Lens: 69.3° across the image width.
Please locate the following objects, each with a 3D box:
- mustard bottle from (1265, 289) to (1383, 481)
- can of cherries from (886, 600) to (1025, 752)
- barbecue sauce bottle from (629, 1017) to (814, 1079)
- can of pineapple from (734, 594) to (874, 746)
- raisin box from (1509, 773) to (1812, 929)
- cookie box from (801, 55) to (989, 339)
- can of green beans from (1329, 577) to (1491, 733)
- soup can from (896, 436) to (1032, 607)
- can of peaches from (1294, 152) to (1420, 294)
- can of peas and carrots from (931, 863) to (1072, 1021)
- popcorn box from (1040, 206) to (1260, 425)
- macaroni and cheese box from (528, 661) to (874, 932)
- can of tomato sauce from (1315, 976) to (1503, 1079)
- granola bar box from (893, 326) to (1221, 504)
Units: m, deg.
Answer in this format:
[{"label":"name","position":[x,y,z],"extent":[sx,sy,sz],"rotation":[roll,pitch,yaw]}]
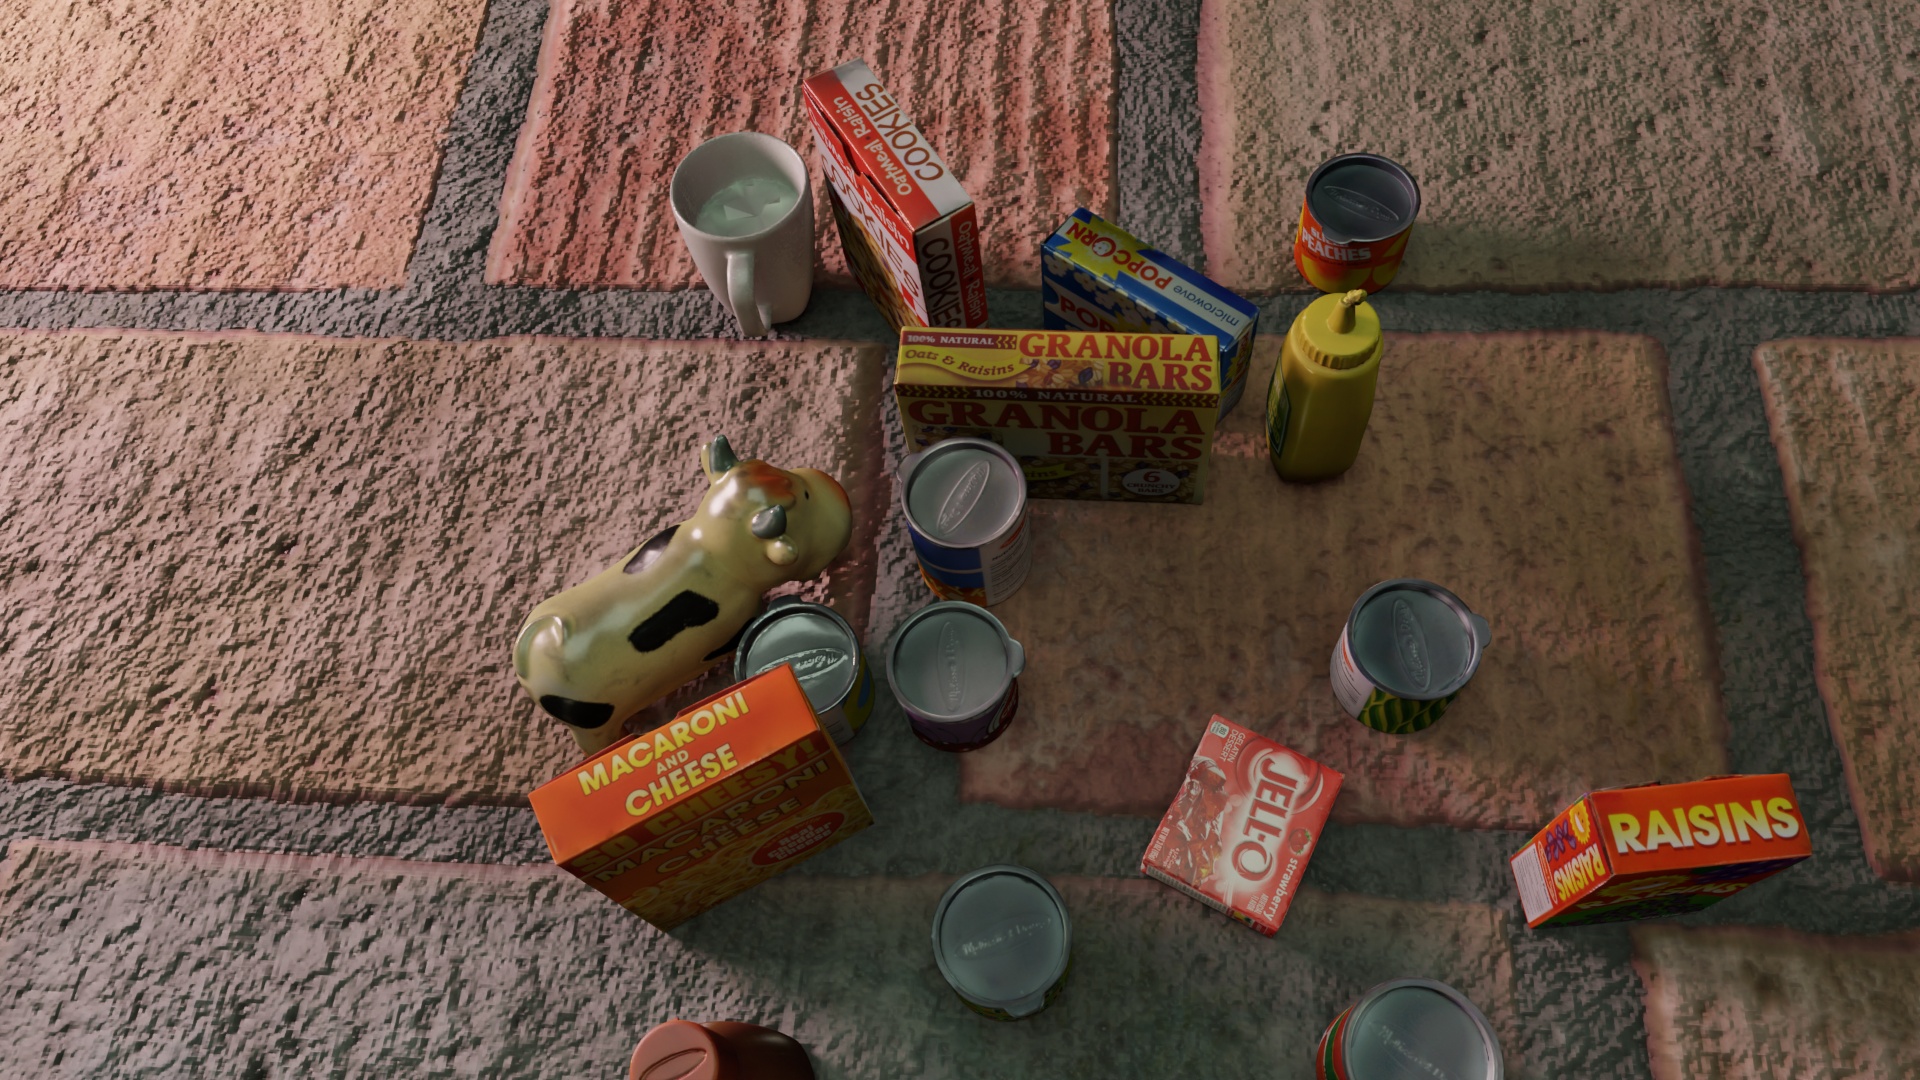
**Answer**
[{"label":"mustard bottle","position":[0.194,-0.089,0.738],"extent":[0.049,0.159,0.065],"rotation":[-5,64,3]},{"label":"can of cherries","position":[0.000,0.073,0.733],"extent":[0.071,0.058,0.072],"rotation":[-2,64,4]},{"label":"barbecue sauce bottle","position":[-0.107,0.238,0.612],"extent":[0.065,0.148,0.044],"rotation":[-22,65,-5]},{"label":"can of pineapple","position":[-0.082,0.072,0.741],"extent":[0.071,0.057,0.071],"rotation":[-2,64,4]},{"label":"raisin box","position":[0.314,0.144,0.635],"extent":[0.086,0.123,0.040],"rotation":[-6,64,2]},{"label":"cookie box","position":[-0.033,-0.173,0.795],"extent":[0.040,0.166,0.123],"rotation":[-30,66,-9]},{"label":"can of green beans","position":[0.229,0.061,0.719],"extent":[0.071,0.057,0.071],"rotation":[-2,64,4]},{"label":"soup can","position":[0.003,-0.010,0.759],"extent":[0.071,0.083,0.071],"rotation":[-2,64,4]},{"label":"can of peaches","position":[0.237,-0.188,0.839],"extent":[0.071,0.058,0.071],"rotation":[-2,64,4]},{"label":"can of peas and carrots","position":[0.022,0.197,0.670],"extent":[0.071,0.058,0.071],"rotation":[-2,64,4]},{"label":"popcorn box","position":[0.108,-0.128,0.806],"extent":[0.127,0.085,0.038],"rotation":[35,72,19]},{"label":"macaroni and cheese box","position":[-0.114,0.126,0.657],"extent":[0.124,0.165,0.040],"rotation":[-27,65,-8]},{"label":"can of tomato sauce","position":[0.197,0.238,0.622],"extent":[0.071,0.082,0.071],"rotation":[-2,64,4]},{"label":"granola bar box","position":[0.054,-0.067,0.760],"extent":[0.165,0.123,0.039],"rotation":[3,65,6]}]
